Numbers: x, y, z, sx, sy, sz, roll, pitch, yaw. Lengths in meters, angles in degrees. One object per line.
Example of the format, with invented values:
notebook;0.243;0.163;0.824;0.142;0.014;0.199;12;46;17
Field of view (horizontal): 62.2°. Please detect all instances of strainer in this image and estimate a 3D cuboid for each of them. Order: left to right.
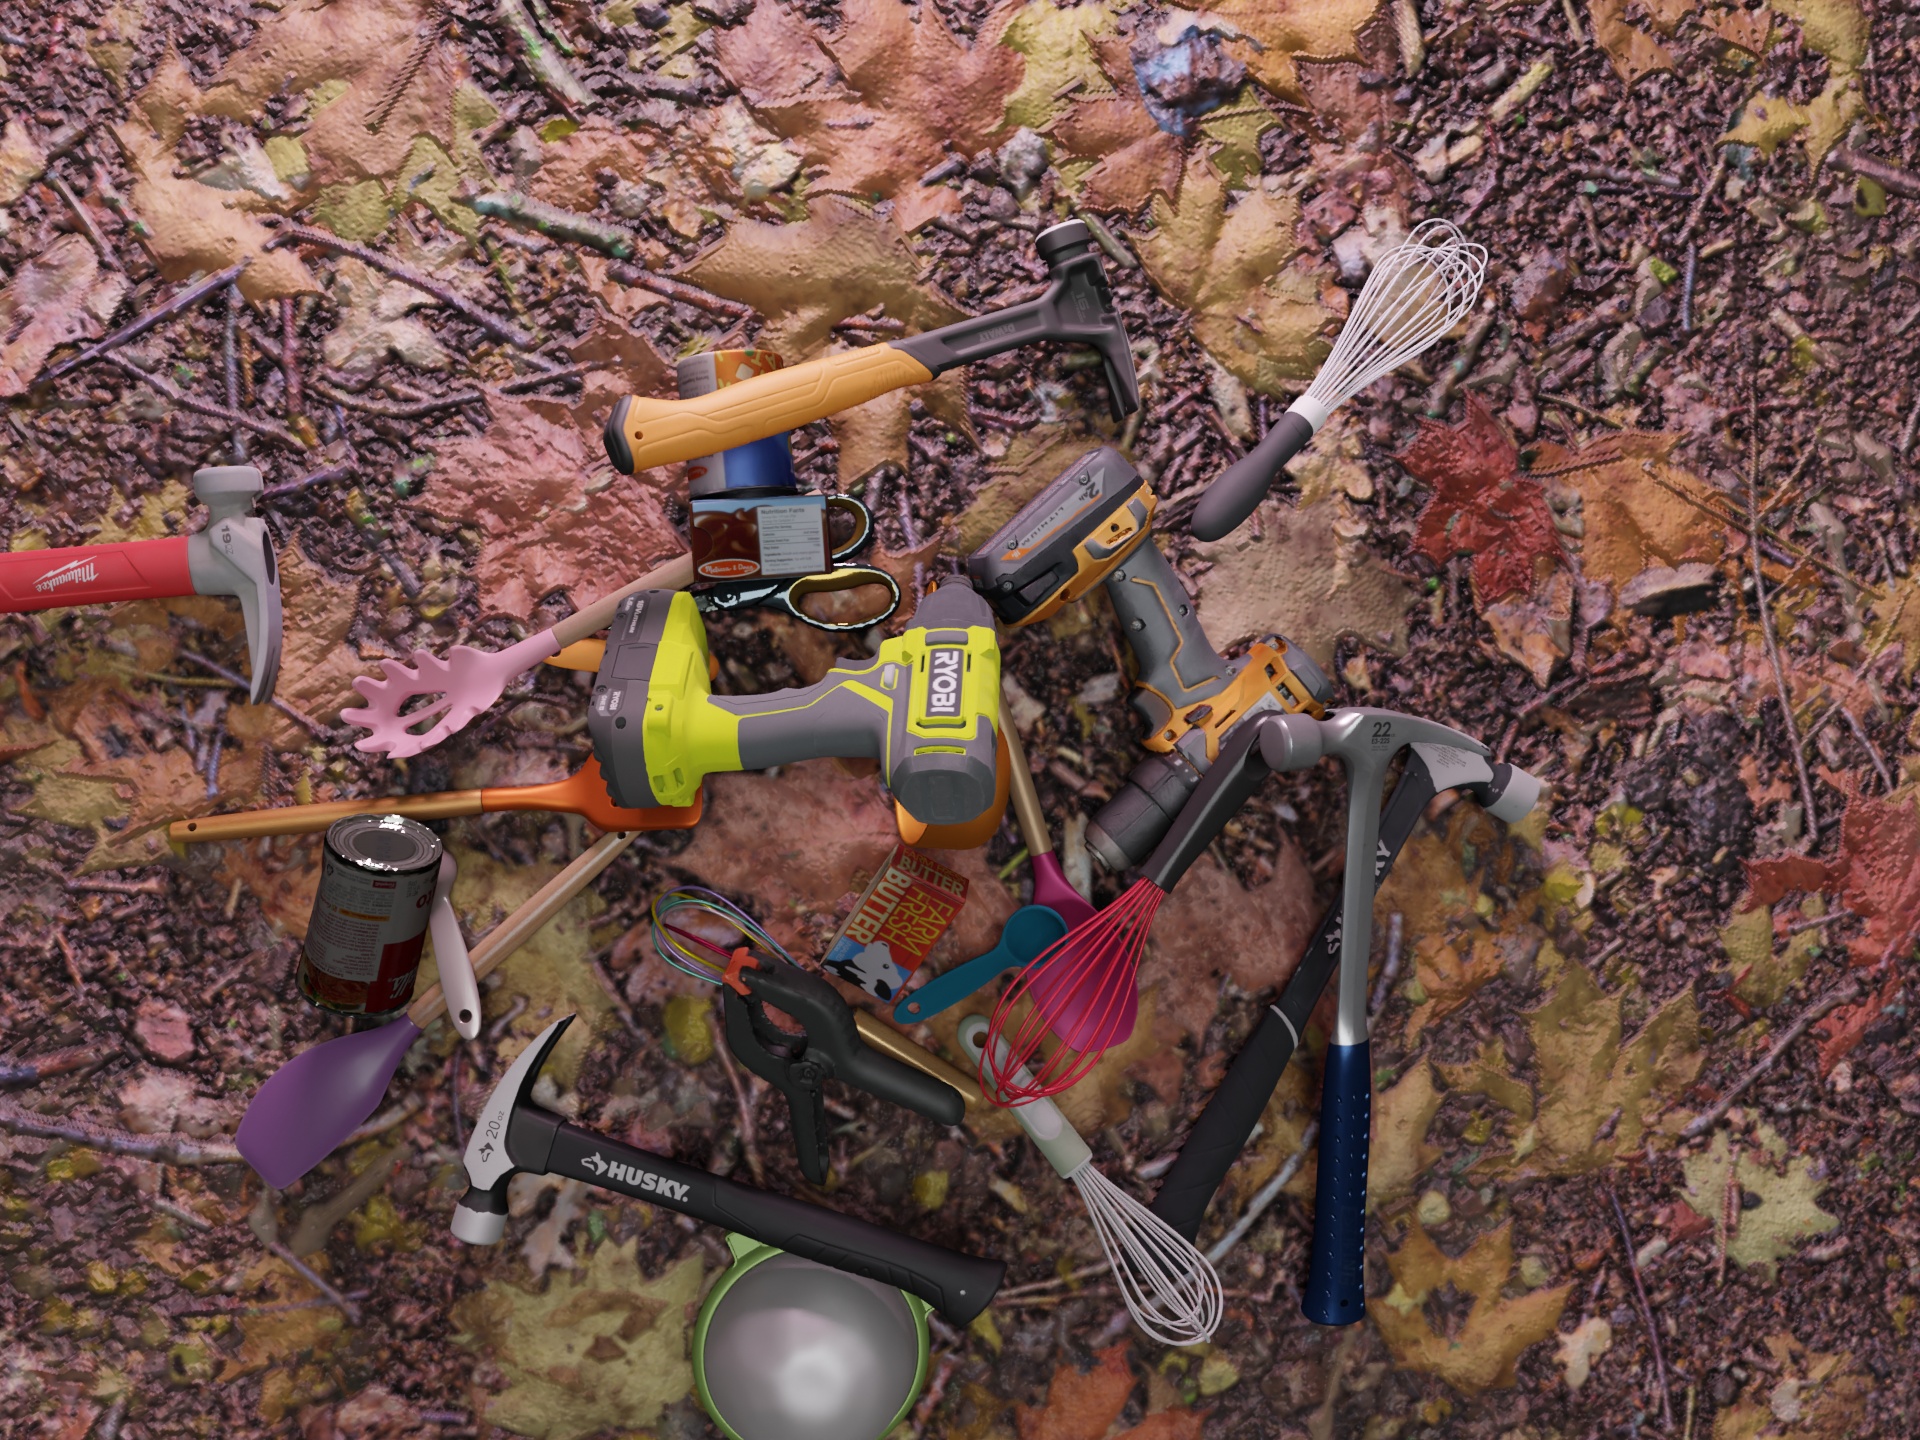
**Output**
strainer;-0.108;0.452;0.985;0.151;0.069;0.256;18;88;-7

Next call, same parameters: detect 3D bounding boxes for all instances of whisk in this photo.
whisk;-0.090;0.180;0.996;0.245;0.047;0.051;34;86;-9
whisk;0.078;0.286;0.997;0.058;0.059;0.246;-37;81;-10
whisk;0.107;0.114;0.968;0.073;0.073;0.296;36;91;-6
whisk;0.234;-0.211;0.992;0.070;0.070;0.284;45;74;-6

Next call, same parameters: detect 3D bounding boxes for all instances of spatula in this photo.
spatula;-0.317;0.048;0.968;0.322;0.041;0.081;-6;70;-5
spatula;-0.318;0.166;0.982;0.316;0.018;0.060;-41;91;-3

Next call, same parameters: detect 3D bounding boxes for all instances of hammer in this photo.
hammer;-0.604;-0.062;0.935;0.386;0.038;0.143;-6;93;-6
hammer;-0.135;0.290;0.967;0.335;0.035;0.146;17;90;5
hammer;-0.048;-0.201;0.953;0.337;0.034;0.127;-21;94;-22
hammer;0.216;0.179;1.034;0.149;0.036;0.409;30;88;-5
hammer;0.250;0.189;0.997;0.144;0.035;0.405;-5;104;-18

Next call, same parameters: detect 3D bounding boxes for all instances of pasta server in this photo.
pasta server;-0.224;-0.064;0.970;0.316;0.040;0.060;-28;81;-3

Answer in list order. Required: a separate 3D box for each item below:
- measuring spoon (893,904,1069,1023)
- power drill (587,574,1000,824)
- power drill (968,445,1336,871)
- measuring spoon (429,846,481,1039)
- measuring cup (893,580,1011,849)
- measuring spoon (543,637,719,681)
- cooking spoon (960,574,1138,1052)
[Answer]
measuring spoon;0.012;0.156;1.015;0.128;0.021;0.042;-32;101;12
power drill;-0.089;-0.019;0.923;0.223;0.080;0.171;-1;47;4
power drill;0.101;-0.033;0.997;0.185;0.084;0.226;-42;100;-4
measuring spoon;-0.315;0.134;0.968;0.034;0.018;0.124;-19;80;1
measuring cup;-0.002;-0.003;0.993;0.052;0.095;0.174;9;70;-18
measuring spoon;-0.209;-0.039;0.993;0.117;0.011;0.021;6;90;-6
cooking spoon;0.045;0.060;1.020;0.069;0.017;0.319;-17;93;10
